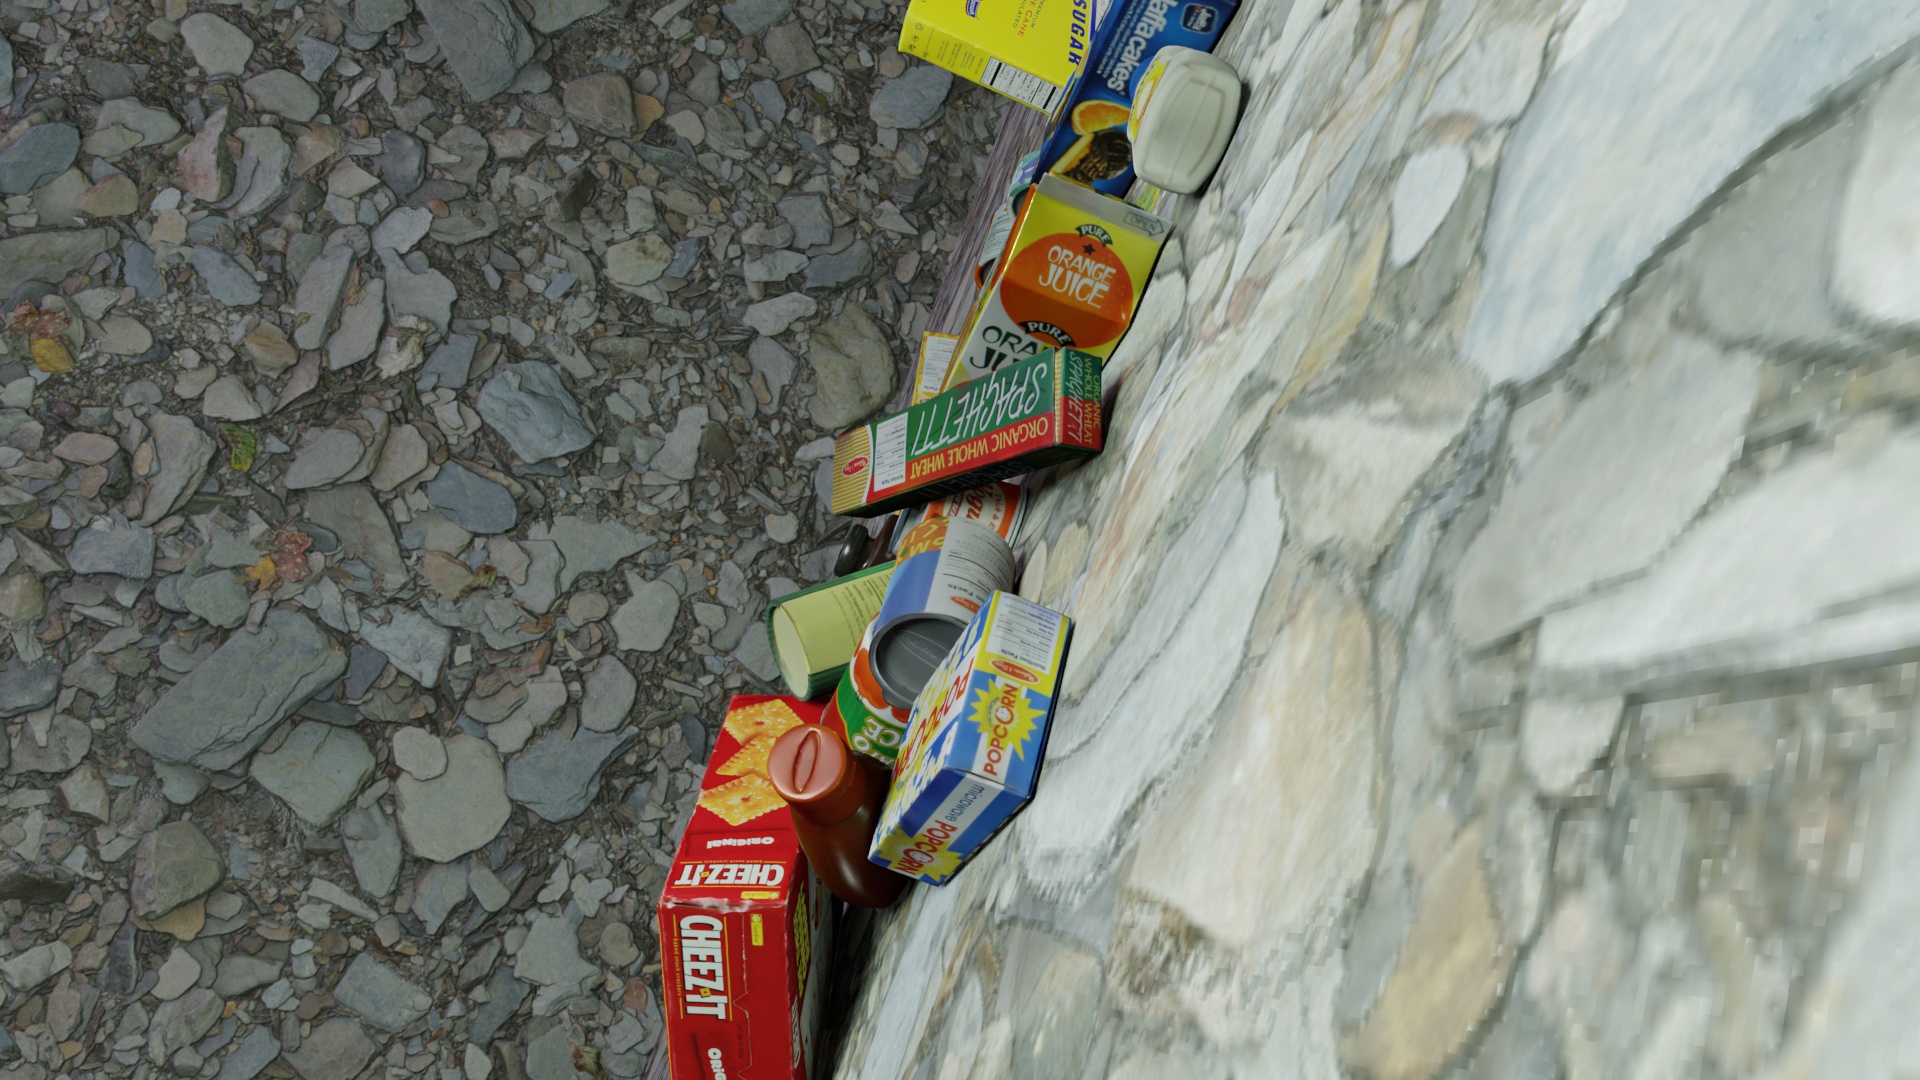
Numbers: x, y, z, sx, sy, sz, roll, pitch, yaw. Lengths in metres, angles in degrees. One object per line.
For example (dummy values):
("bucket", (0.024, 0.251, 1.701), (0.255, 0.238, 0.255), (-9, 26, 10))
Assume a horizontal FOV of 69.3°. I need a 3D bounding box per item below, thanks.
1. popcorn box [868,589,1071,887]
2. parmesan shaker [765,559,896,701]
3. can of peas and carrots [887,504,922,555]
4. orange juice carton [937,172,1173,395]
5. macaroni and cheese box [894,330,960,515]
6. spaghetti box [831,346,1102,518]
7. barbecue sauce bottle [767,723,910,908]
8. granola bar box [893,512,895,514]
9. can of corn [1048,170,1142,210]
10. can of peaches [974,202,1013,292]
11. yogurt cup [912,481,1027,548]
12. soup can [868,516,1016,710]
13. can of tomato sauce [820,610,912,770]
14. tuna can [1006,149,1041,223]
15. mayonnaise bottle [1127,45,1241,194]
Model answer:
("popcorn box", (0.003, 0.088, 0.601), (0.126, 0.038, 0.085), (121, 167, -55))
("parmesan shaker", (-0.061, 0.050, 0.848), (0.071, 0.103, 0.071), (42, 141, 47))
("can of peas and carrots", (-0.008, -0.014, 0.910), (0.071, 0.059, 0.071), (-154, 87, -84))
("orange juice carton", (0.047, -0.125, 0.766), (0.191, 0.072, 0.073), (121, 168, -57))
("macaroni and cheese box", (-0.024, -0.054, 1.048), (0.123, 0.040, 0.167), (105, 173, -65))
("spaghetti box", (-0.005, -0.053, 0.757), (0.249, 0.029, 0.050), (-13, 73, 59))
("barbecue sauce bottle", (-0.054, 0.129, 0.665), (0.148, 0.044, 0.065), (71, -151, -61))
("granola bar box", (-0.047, 0.003, 1.241), (0.125, 0.039, 0.165), (-86, 19, -69))
("can of corn", (0.068, -0.179, 0.823), (0.071, 0.058, 0.071), (-156, 87, -83))
("can of peaches", (0.049, -0.212, 1.048), (0.071, 0.071, 0.058), (122, 167, -57))
("yogurt cup", (0.003, -0.010, 0.833), (0.072, 0.054, 0.072), (-155, 87, -84))
("soup can", (-0.009, 0.039, 0.721), (0.084, 0.071, 0.071), (-77, 11, -53))
("can of tomato sauce", (-0.035, 0.088, 0.782), (0.071, 0.071, 0.082), (-77, 11, -49))
("tuna can", (0.070, -0.243, 0.989), (0.070, 0.071, 0.033), (124, 165, -61))
("mayonnaise bottle", (0.108, -0.220, 0.704), (0.149, 0.041, 0.064), (-85, 16, -65))
